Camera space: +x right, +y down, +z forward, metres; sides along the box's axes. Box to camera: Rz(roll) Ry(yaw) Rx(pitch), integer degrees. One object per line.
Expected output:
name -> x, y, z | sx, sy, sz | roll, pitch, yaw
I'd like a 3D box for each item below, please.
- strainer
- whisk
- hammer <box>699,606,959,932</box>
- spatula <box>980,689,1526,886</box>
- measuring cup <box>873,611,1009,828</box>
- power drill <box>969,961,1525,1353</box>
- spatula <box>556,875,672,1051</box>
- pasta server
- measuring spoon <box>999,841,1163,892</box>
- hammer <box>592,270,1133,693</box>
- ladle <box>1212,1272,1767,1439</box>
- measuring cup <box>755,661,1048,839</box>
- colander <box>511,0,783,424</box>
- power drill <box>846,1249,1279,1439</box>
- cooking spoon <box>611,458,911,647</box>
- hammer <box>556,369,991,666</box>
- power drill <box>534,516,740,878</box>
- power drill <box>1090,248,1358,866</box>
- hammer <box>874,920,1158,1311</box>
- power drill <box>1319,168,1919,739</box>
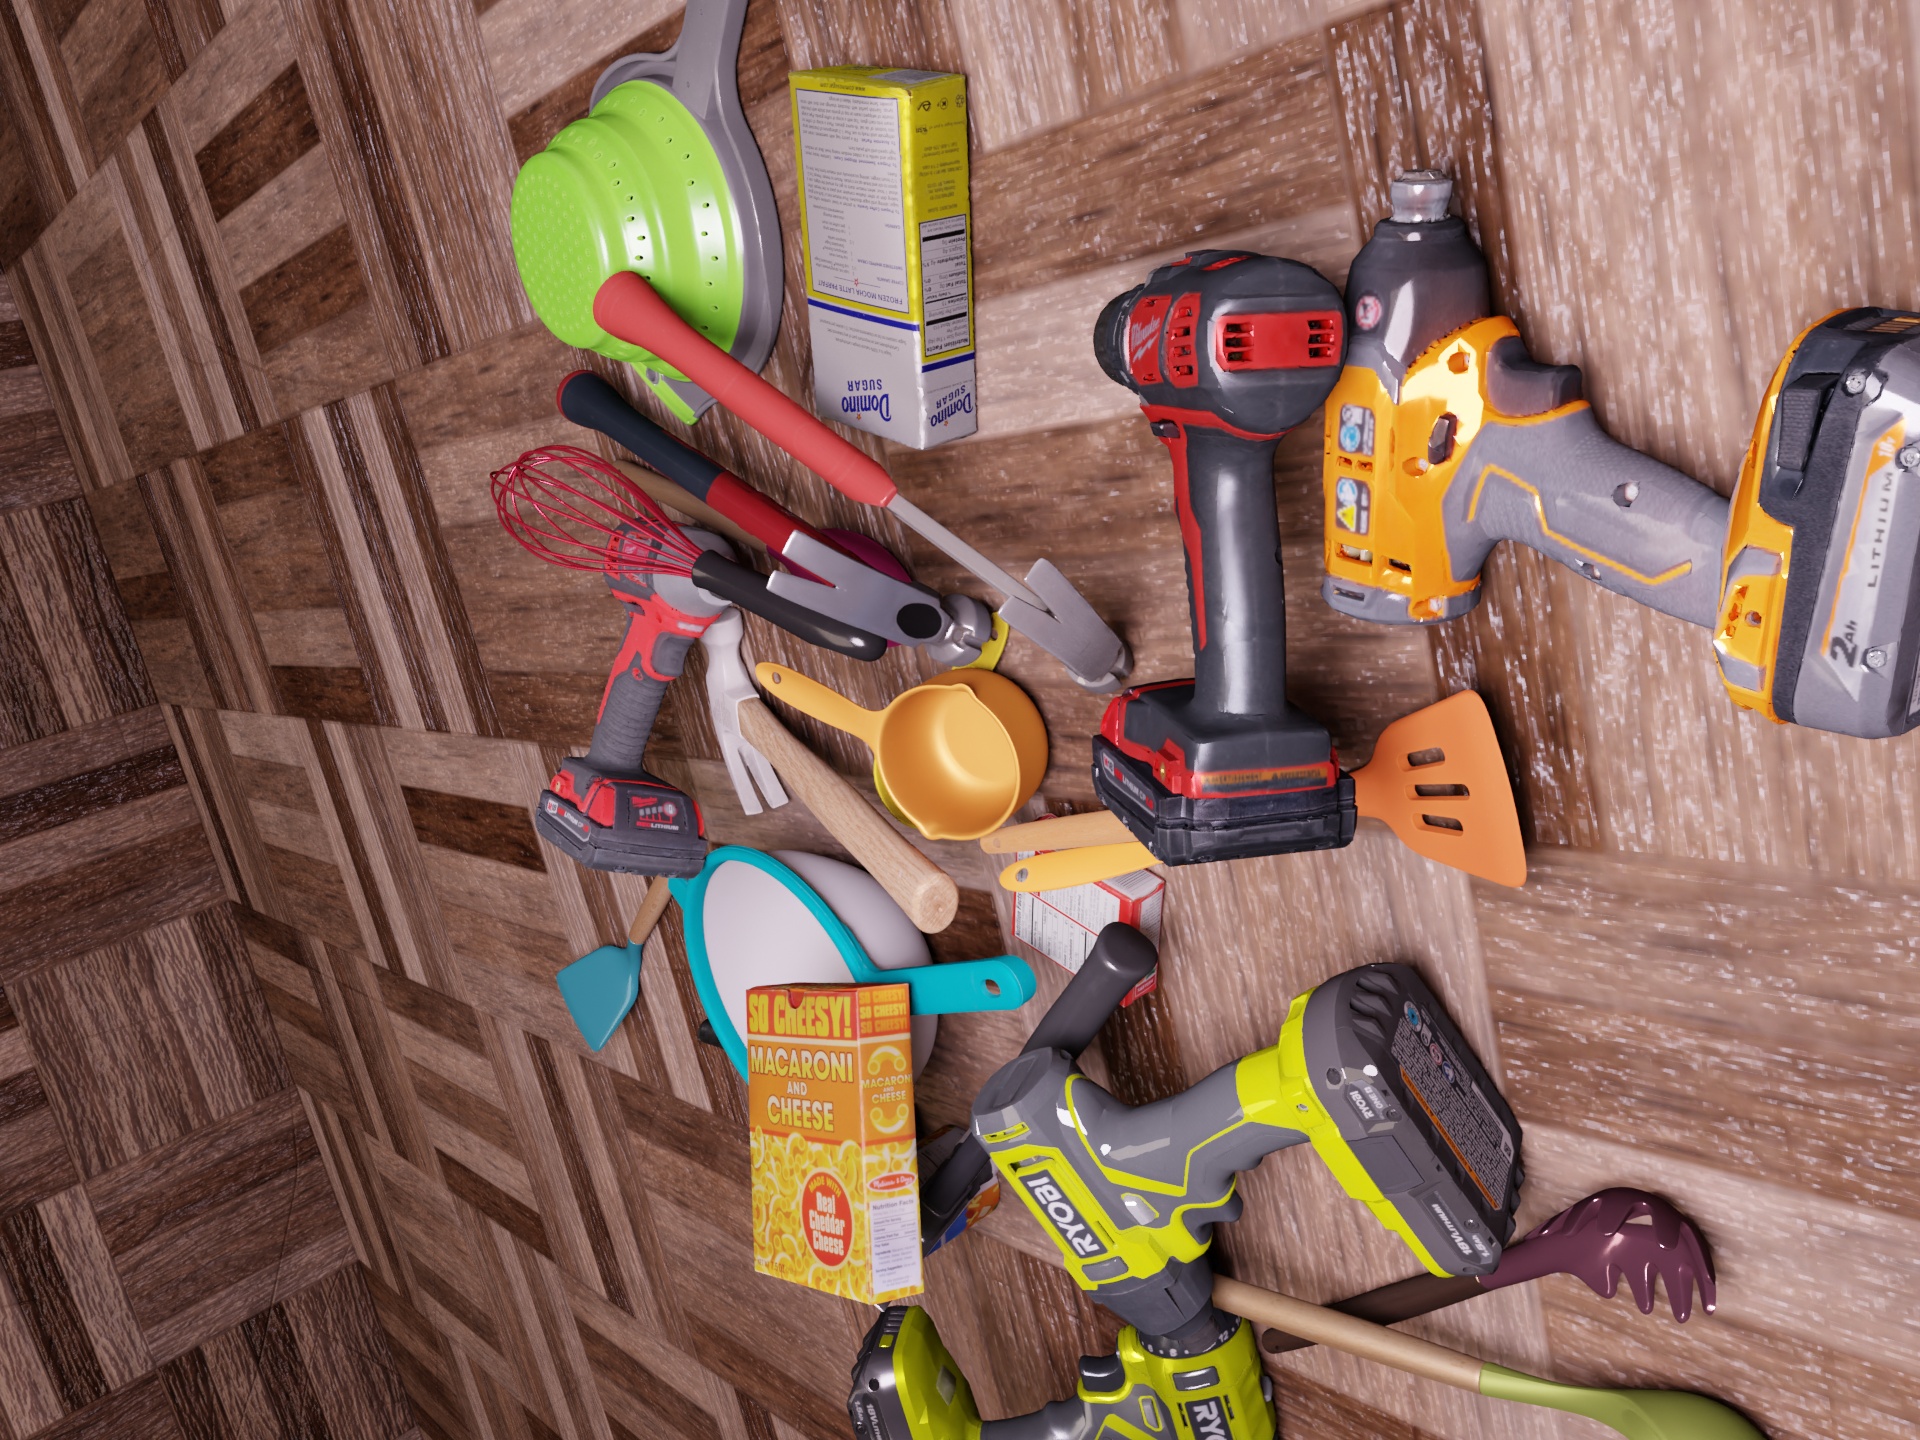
strainer -> -0.044, 0.153, 0.984 | 0.340, 0.095, 0.211 | -16, 97, 51
whisk -> -0.164, -0.095, 0.924 | 0.296, 0.073, 0.073 | 25, 129, 25
hammer -> -0.088, 0.041, 0.968 | 0.332, 0.031, 0.130 | 38, 139, 54
spatula -> 0.118, 0.045, 0.745 | 0.322, 0.041, 0.081 | -12, 94, 46
measuring cup -> -0.001, -0.003, 0.909 | 0.062, 0.029, 0.156 | 43, 126, 20
power drill -> 0.133, 0.210, 0.734 | 0.223, 0.080, 0.171 | -29, 102, 36
spatula -> -0.271, 0.173, 1.321 | 0.082, 0.044, 0.317 | 57, 142, 19
pasta server -> 0.229, 0.272, 0.748 | 0.060, 0.040, 0.316 | 37, 142, -2
measuring spoon -> 0.069, 0.073, 0.823 | 0.117, 0.011, 0.021 | -14, 63, 30
hammer -> -0.068, -0.135, 0.799 | 0.359, 0.149, 0.037 | 39, 93, 24
ladle -> 0.213, 0.307, 0.735 | 0.320, 0.062, 0.078 | 3, 136, 43
measuring cup -> -0.031, -0.001, 0.876 | 0.174, 0.052, 0.095 | 25, 119, 23
colander -> -0.177, -0.335, 0.884 | 0.205, 0.094, 0.396 | 49, 141, 23
power drill -> 0.058, 0.376, 0.905 | 0.228, 0.080, 0.190 | -15, 99, 12
cooking spoon -> -0.133, -0.120, 1.010 | 0.319, 0.017, 0.068 | 28, 127, 40
hammer -> -0.148, -0.137, 0.918 | 0.387, 0.143, 0.038 | 35, 101, 41
power drill -> -0.195, -0.018, 1.014 | 0.143, 0.078, 0.219 | 18, 96, 54
power drill -> 0.095, -0.072, 0.644 | 0.188, 0.080, 0.226 | -128, 34, -73
hammer -> 0.026, 0.215, 0.882 | 0.035, 0.146, 0.334 | 39, 137, 12
power drill -> 0.217, -0.096, 0.531 | 0.227, 0.084, 0.164 | 25, 127, 48
